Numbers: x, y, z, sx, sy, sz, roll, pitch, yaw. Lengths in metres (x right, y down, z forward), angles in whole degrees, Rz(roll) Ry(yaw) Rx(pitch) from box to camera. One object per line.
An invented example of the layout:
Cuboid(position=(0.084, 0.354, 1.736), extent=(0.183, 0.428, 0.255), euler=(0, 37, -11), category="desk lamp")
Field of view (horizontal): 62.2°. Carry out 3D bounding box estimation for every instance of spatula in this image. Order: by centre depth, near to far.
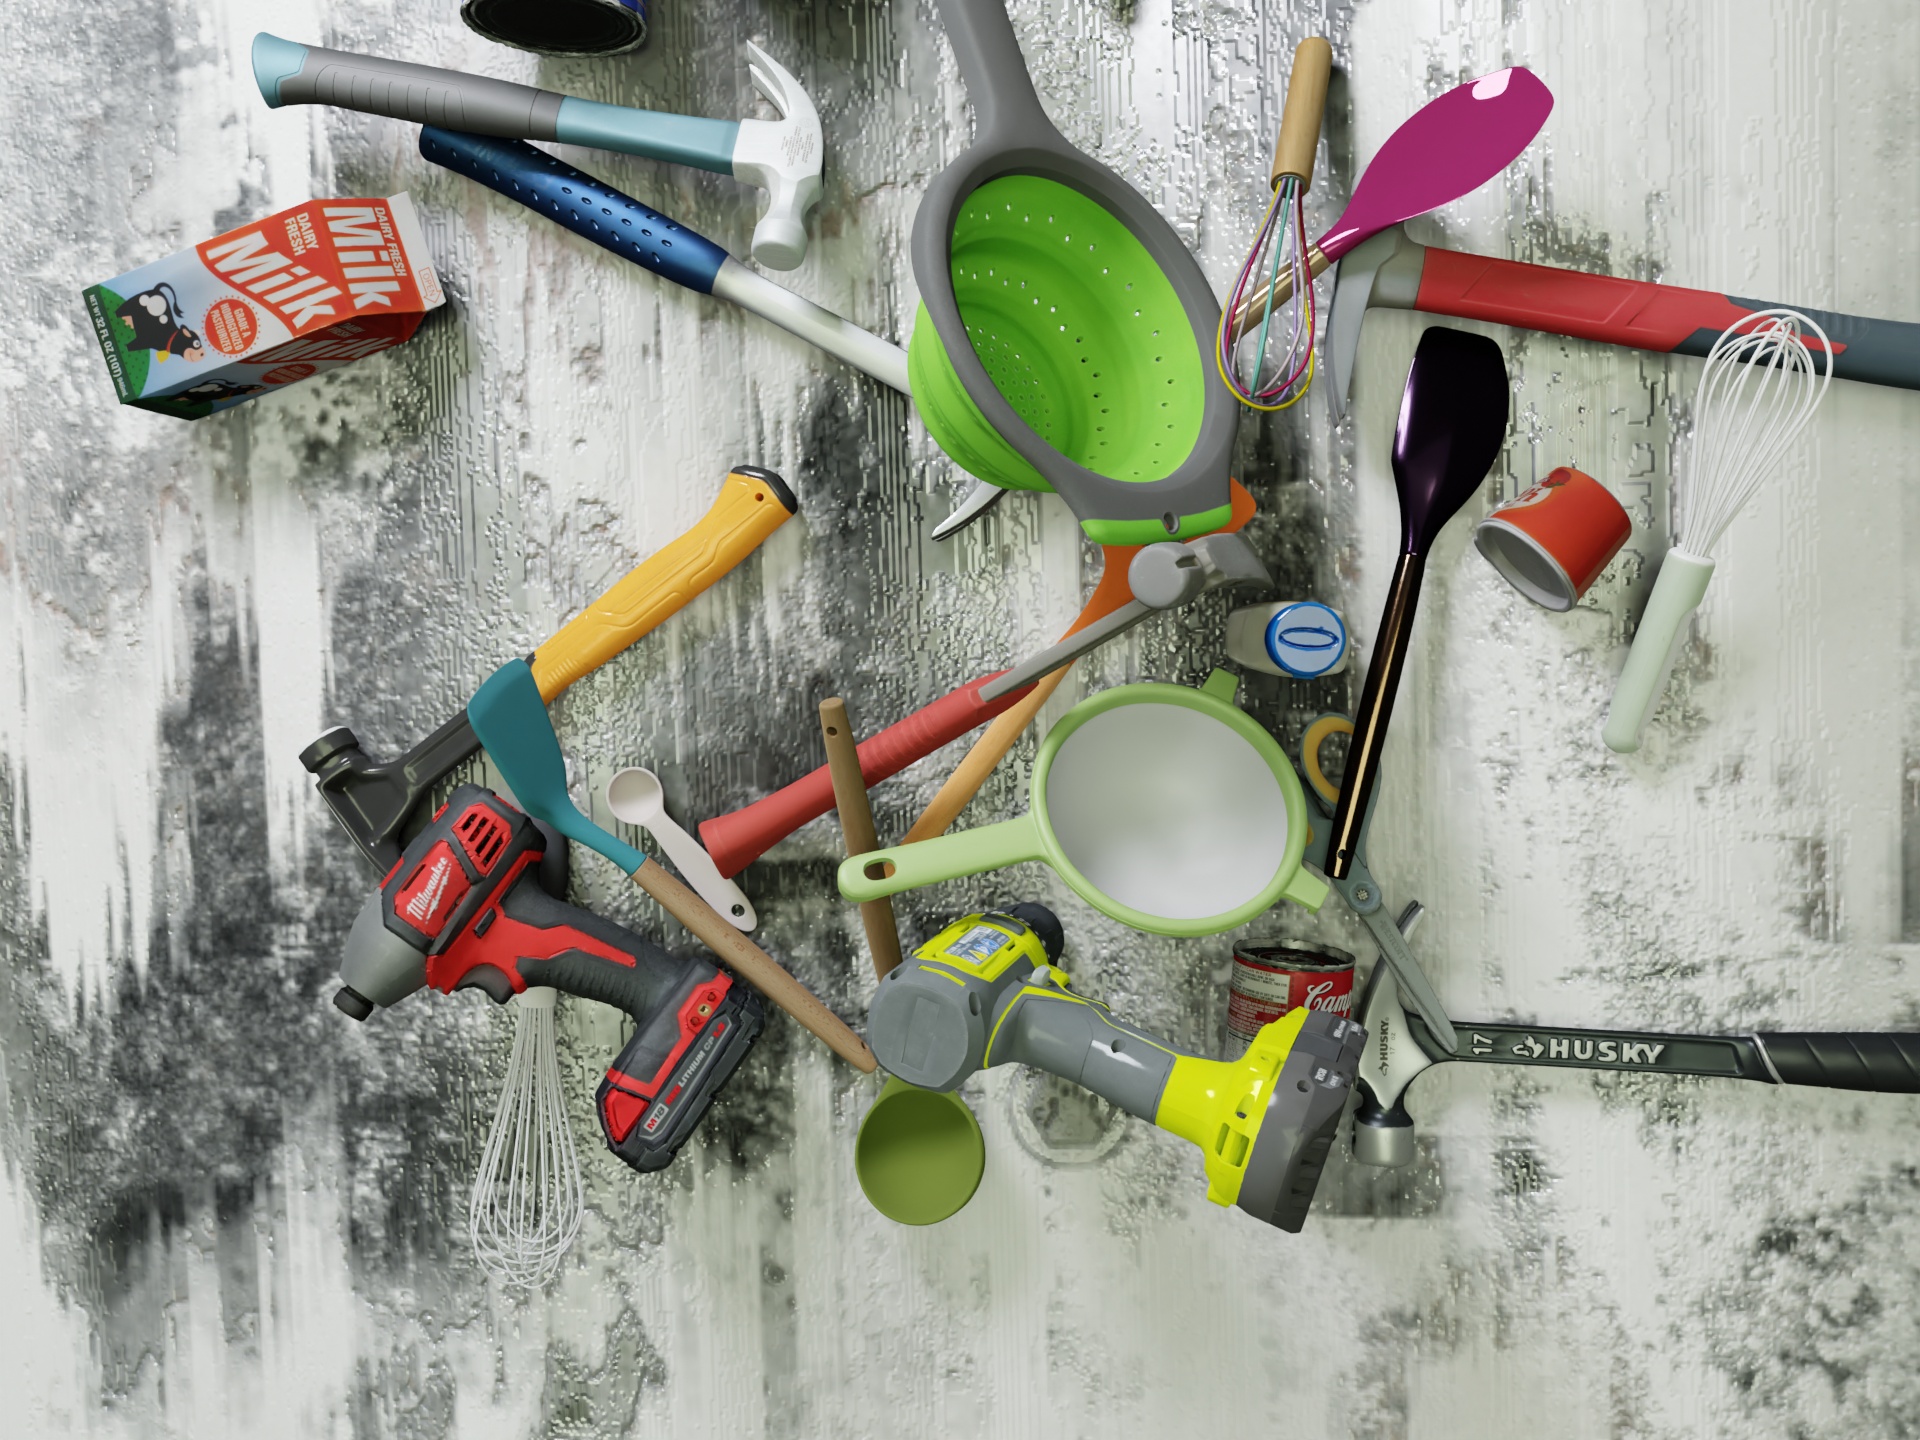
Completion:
Cuboid(position=(0.247, -0.065, 0.883), extent=(0.060, 0.018, 0.316), euler=(15, 87, 5), category="spatula")
Cuboid(position=(0.041, -0.018, 0.911), extent=(0.081, 0.041, 0.322), euler=(39, 97, 10), category="spatula")
Cuboid(position=(-0.159, 0.095, 0.913), extent=(0.317, 0.082, 0.044), euler=(43, 110, -11), category="spatula")

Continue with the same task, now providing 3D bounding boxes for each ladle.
Cuboid(position=(-0.043, 0.139, 0.869), extent=(0.078, 0.062, 0.320), euler=(-3, 115, 16), category="ladle")

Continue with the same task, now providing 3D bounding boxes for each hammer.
Cuboid(position=(0.394, -0.200, 0.859), extent=(0.386, 0.038, 0.143), euler=(11, 87, 4), category="hammer")
Cuboid(position=(-0.001, -0.003, 0.870), extent=(0.359, 0.149, 0.037), euler=(-30, 82, 26), category="hammer")
Cuboid(position=(0.426, 0.181, 0.884), extent=(0.409, 0.036, 0.149), euler=(1, 92, 5), category="hammer")
Cuboid(position=(-0.238, -0.340, 0.896), extent=(0.331, 0.033, 0.128), euler=(10, 71, 1), category="hammer")
Cuboid(position=(-0.132, -0.247, 0.920), extent=(0.405, 0.035, 0.144), euler=(28, 95, 4), category="hammer")
Cuboid(position=(-0.230, -0.030, 0.942), extent=(0.337, 0.034, 0.127), euler=(-37, 88, 6), category="hammer")

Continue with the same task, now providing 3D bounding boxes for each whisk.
Cuboid(position=(0.392, -0.094, 0.843), extent=(0.059, 0.058, 0.246), euler=(26, 116, 31), category="whisk")
Cuboid(position=(0.175, -0.265, 0.844), extent=(0.047, 0.051, 0.245), euler=(6, 67, 18), category="whisk")
Cuboid(position=(-0.252, 0.194, 0.947), extent=(0.070, 0.070, 0.284), euler=(2, 89, 6), category="whisk")

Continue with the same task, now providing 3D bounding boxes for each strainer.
Cuboid(position=(0.058, 0.069, 0.860), extent=(0.256, 0.069, 0.152), euler=(-12, 62, -12), category="strainer")

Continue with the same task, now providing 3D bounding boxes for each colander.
Cuboid(position=(0.015, -0.262, 0.828), extent=(0.094, 0.204, 0.397), euler=(-27, 79, 49), category="colander")

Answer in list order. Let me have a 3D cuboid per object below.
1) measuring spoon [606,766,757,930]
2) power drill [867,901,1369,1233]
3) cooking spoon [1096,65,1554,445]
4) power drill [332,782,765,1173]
Cuboid(position=(-0.164, 0.078, 0.953), extent=(0.034, 0.018, 0.124), euler=(-40, 95, 6), category="measuring spoon")
Cuboid(position=(0.085, 0.161, 0.822), extent=(0.228, 0.190, 0.080), euler=(19, 104, 17), category="power drill")
Cuboid(position=(0.176, -0.237, 0.864), extent=(0.319, 0.017, 0.069), euler=(-36, 53, 19), category="cooking spoon")
Cuboid(position=(-0.233, 0.152, 0.895), extent=(0.219, 0.078, 0.143), euler=(38, 74, -7), category="power drill")
